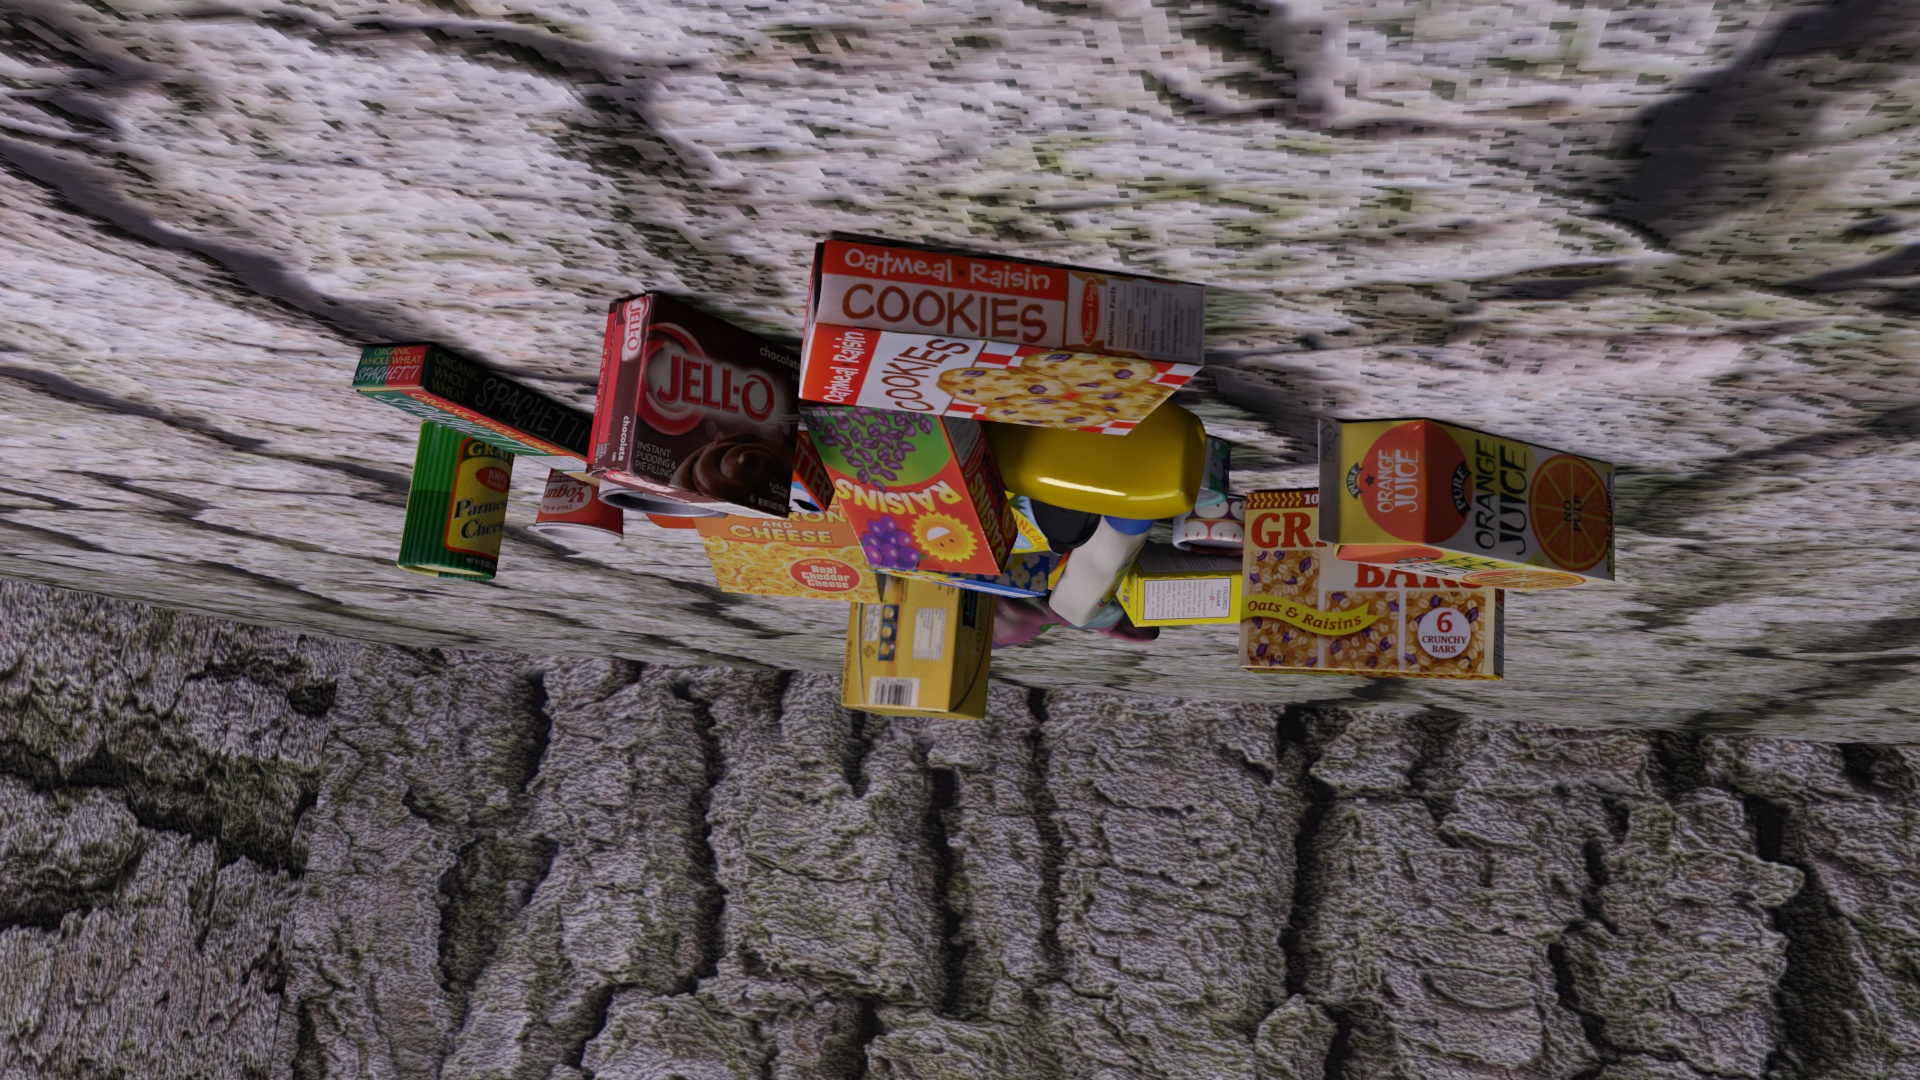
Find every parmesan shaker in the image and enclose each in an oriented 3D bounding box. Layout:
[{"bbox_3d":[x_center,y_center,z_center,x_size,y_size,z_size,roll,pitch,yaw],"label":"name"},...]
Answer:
[{"bbox_3d":[-0.352,-0.027,0.980,0.071,0.103,0.071,5,169,1],"label":"parmesan shaker"}]

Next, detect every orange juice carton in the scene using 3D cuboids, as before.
[{"bbox_3d":[0.283,-0.019,0.802,0.193,0.072,0.073,9,168,-24],"label":"orange juice carton"}]

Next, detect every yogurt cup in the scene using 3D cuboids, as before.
[{"bbox_3d":[-0.292,-0.029,1.077,0.072,0.054,0.072,5,170,1],"label":"yogurt cup"}]

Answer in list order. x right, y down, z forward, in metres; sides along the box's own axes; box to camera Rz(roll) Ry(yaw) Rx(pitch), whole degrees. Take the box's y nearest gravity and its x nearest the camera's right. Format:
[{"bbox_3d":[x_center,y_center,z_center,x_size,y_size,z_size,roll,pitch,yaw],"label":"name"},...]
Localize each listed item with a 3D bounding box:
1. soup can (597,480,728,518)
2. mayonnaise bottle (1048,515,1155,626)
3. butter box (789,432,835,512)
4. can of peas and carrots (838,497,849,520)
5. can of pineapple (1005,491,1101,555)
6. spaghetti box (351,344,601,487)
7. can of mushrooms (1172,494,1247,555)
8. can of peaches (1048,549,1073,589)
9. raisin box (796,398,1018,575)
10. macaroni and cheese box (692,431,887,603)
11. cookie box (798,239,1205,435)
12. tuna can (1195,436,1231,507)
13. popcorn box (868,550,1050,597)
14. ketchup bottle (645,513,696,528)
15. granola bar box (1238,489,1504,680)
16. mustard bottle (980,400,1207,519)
[{"bbox_3d":[-0.157,-0.059,0.762,0.071,0.084,0.071,5,170,1],"label":"soup can"},{"bbox_3d":[0.104,0.001,0.954,0.041,0.065,0.147,37,148,10],"label":"mayonnaise bottle"},{"bbox_3d":[-0.121,-0.054,0.836,0.053,0.024,0.103,0,145,27],"label":"butter box"},{"bbox_3d":[-0.041,-0.044,0.846,0.059,0.071,0.071,5,170,5],"label":"can of peas and carrots"},{"bbox_3d":[0.048,-0.024,0.899,0.071,0.071,0.058,14,166,-39],"label":"can of pineapple"},{"bbox_3d":[-0.280,-0.074,0.893,0.050,0.029,0.250,1,169,20],"label":"spaghetti box"},{"bbox_3d":[0.189,-0.011,1.007,0.071,0.033,0.071,5,169,1],"label":"can of mushrooms"},{"bbox_3d":[0.075,0.004,1.056,0.071,0.071,0.058,-5,165,44],"label":"can of peaches"},{"bbox_3d":[-0.026,-0.038,0.762,0.086,0.040,0.122,3,136,25],"label":"raisin box"},{"bbox_3d":[-0.119,-0.014,0.968,0.124,0.040,0.165,4,150,6],"label":"macaroni and cheese box"},{"bbox_3d":[0.012,-0.090,0.637,0.168,0.040,0.122,6,170,-9],"label":"cookie box"},{"bbox_3d":[0.133,-0.042,0.858,0.071,0.033,0.071,5,169,1],"label":"tuna can"},{"bbox_3d":[0.003,-0.012,0.943,0.127,0.085,0.038,12,168,-33],"label":"popcorn box"},{"bbox_3d":[-0.160,-0.030,1.041,0.149,0.043,0.064,2,168,17],"label":"ketchup bottle"},{"bbox_3d":[0.272,0.028,0.922,0.165,0.124,0.039,-1,168,31],"label":"granola bar box"},{"bbox_3d":[0.055,-0.050,0.779,0.160,0.065,0.048,8,165,25],"label":"mustard bottle"}]
